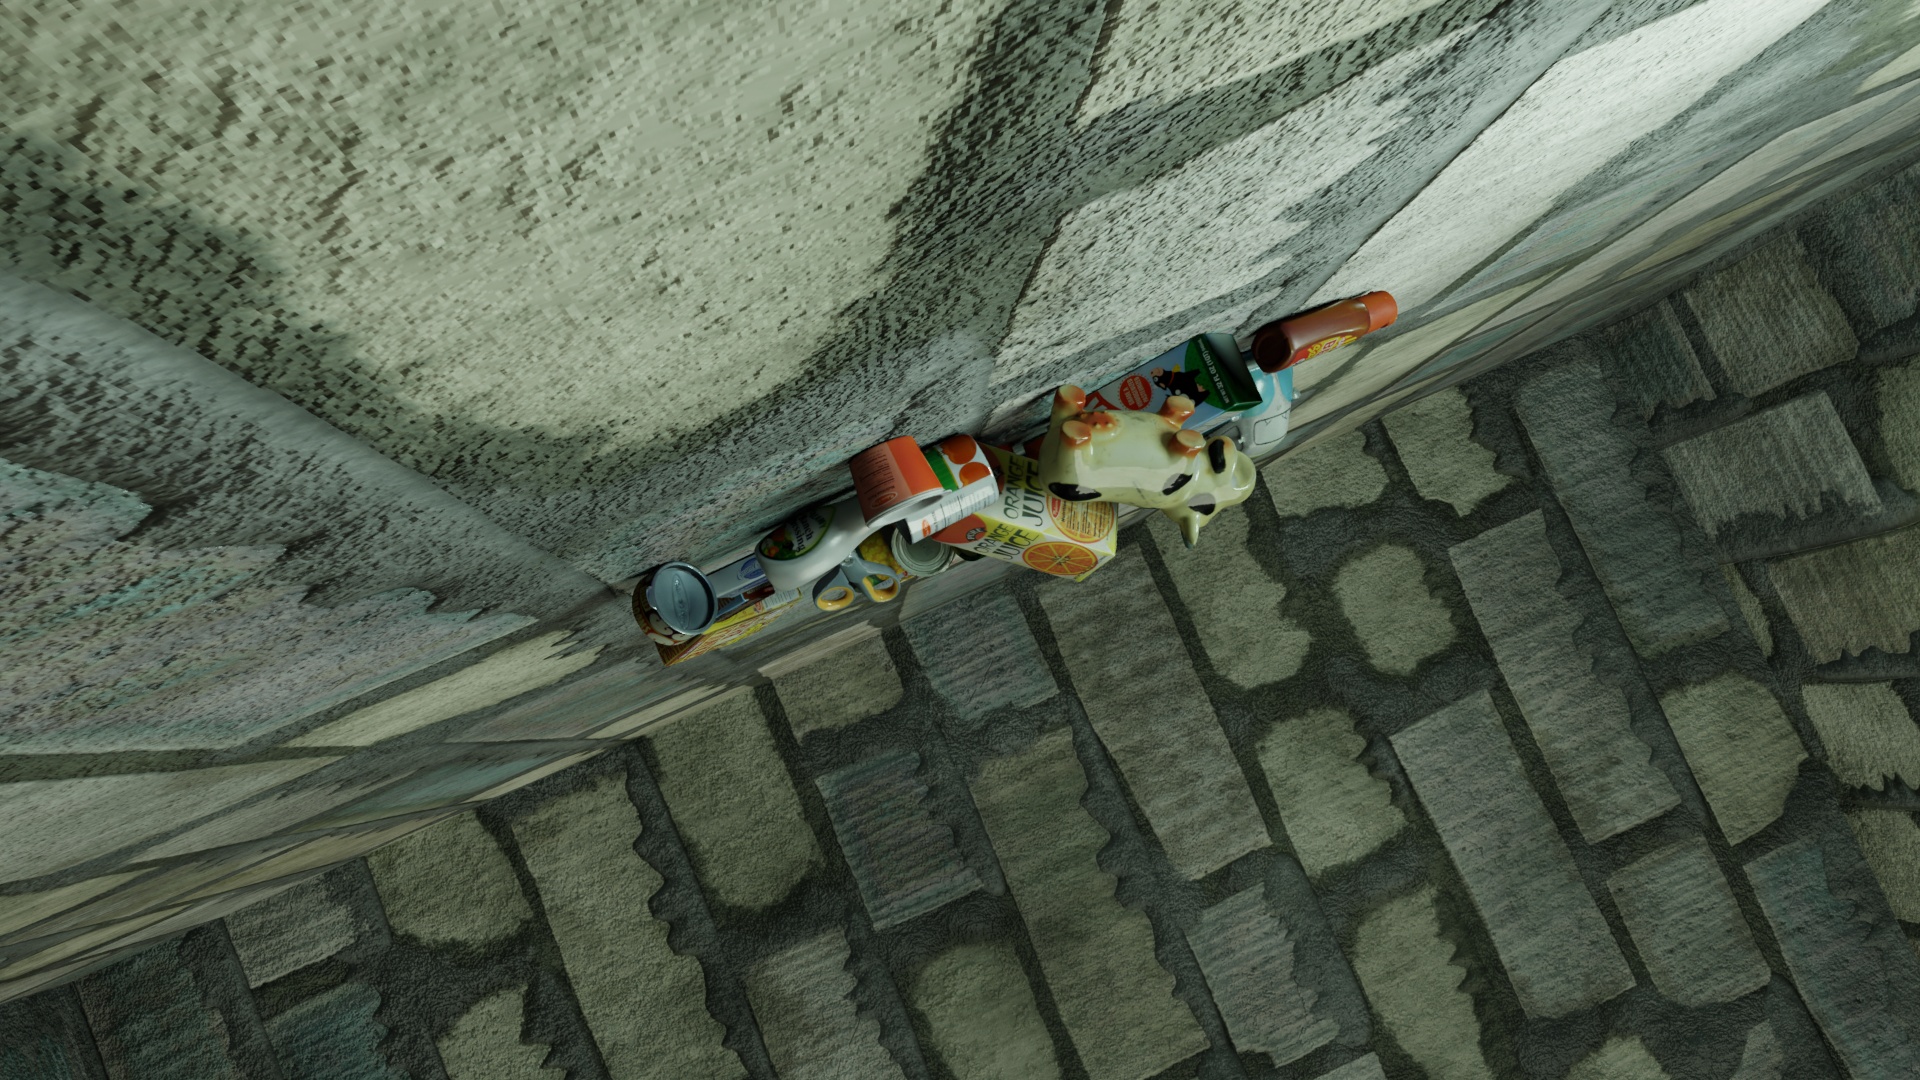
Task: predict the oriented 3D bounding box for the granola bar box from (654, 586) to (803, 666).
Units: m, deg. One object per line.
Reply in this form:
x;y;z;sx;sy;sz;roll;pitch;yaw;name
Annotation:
-0.264;0.090;1.568;0.125;0.039;0.165;-20;173;-30;granola bar box

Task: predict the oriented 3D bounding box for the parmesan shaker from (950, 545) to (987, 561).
0.042;-0.024;1.334;0.103;0.071;0.071;-22;174;-32;parmesan shaker

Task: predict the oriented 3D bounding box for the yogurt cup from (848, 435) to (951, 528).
-0.052;-0.046;1.081;0.072;0.054;0.072;-23;174;-2;yogurt cup

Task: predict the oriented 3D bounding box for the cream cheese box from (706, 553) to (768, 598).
-0.191;0.025;1.340;0.104;0.024;0.053;-25;174;9;cream cheese box

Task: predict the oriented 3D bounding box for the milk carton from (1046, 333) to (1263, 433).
0.168;-0.114;1.265;0.190;0.072;0.073;-28;172;31;milk carton

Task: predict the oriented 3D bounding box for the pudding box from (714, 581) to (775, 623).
-0.239;0.060;1.437;0.083;0.030;0.050;-28;172;33;pudding box

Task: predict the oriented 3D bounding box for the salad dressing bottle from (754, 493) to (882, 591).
-0.105;-0.011;1.204;0.148;0.064;0.043;-30;129;1;salad dressing bottle

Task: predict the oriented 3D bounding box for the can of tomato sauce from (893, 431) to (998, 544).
-0.020;-0.046;1.154;0.083;0.071;0.071;-27;175;-11;can of tomato sauce

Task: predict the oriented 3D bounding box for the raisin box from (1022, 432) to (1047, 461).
0.117;-0.093;1.419;0.086;0.040;0.123;-25;175;9;raisin box

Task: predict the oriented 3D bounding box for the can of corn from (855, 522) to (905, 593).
-0.092;0.011;1.411;0.058;0.071;0.071;-26;174;16;can of corn

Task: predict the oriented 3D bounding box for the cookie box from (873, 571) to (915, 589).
-0.034;0.003;1.598;0.167;0.040;0.123;-24;-173;5;cookie box

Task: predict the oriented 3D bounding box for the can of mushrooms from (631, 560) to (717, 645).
-0.243;0.053;1.173;0.033;0.071;0.071;-27;173;39;can of mushrooms

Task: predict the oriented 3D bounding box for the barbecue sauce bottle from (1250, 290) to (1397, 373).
0.353;-0.204;1.331;0.149;0.043;0.064;-22;173;-24;barbecue sauce bottle

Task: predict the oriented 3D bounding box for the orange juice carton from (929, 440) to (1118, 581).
0.041;-0.030;1.252;0.193;0.073;0.071;16;152;-18;orange juice carton

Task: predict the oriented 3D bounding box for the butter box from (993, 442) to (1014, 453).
0.002;-0.060;1.331;0.053;0.024;0.103;-17;171;-47;butter box
